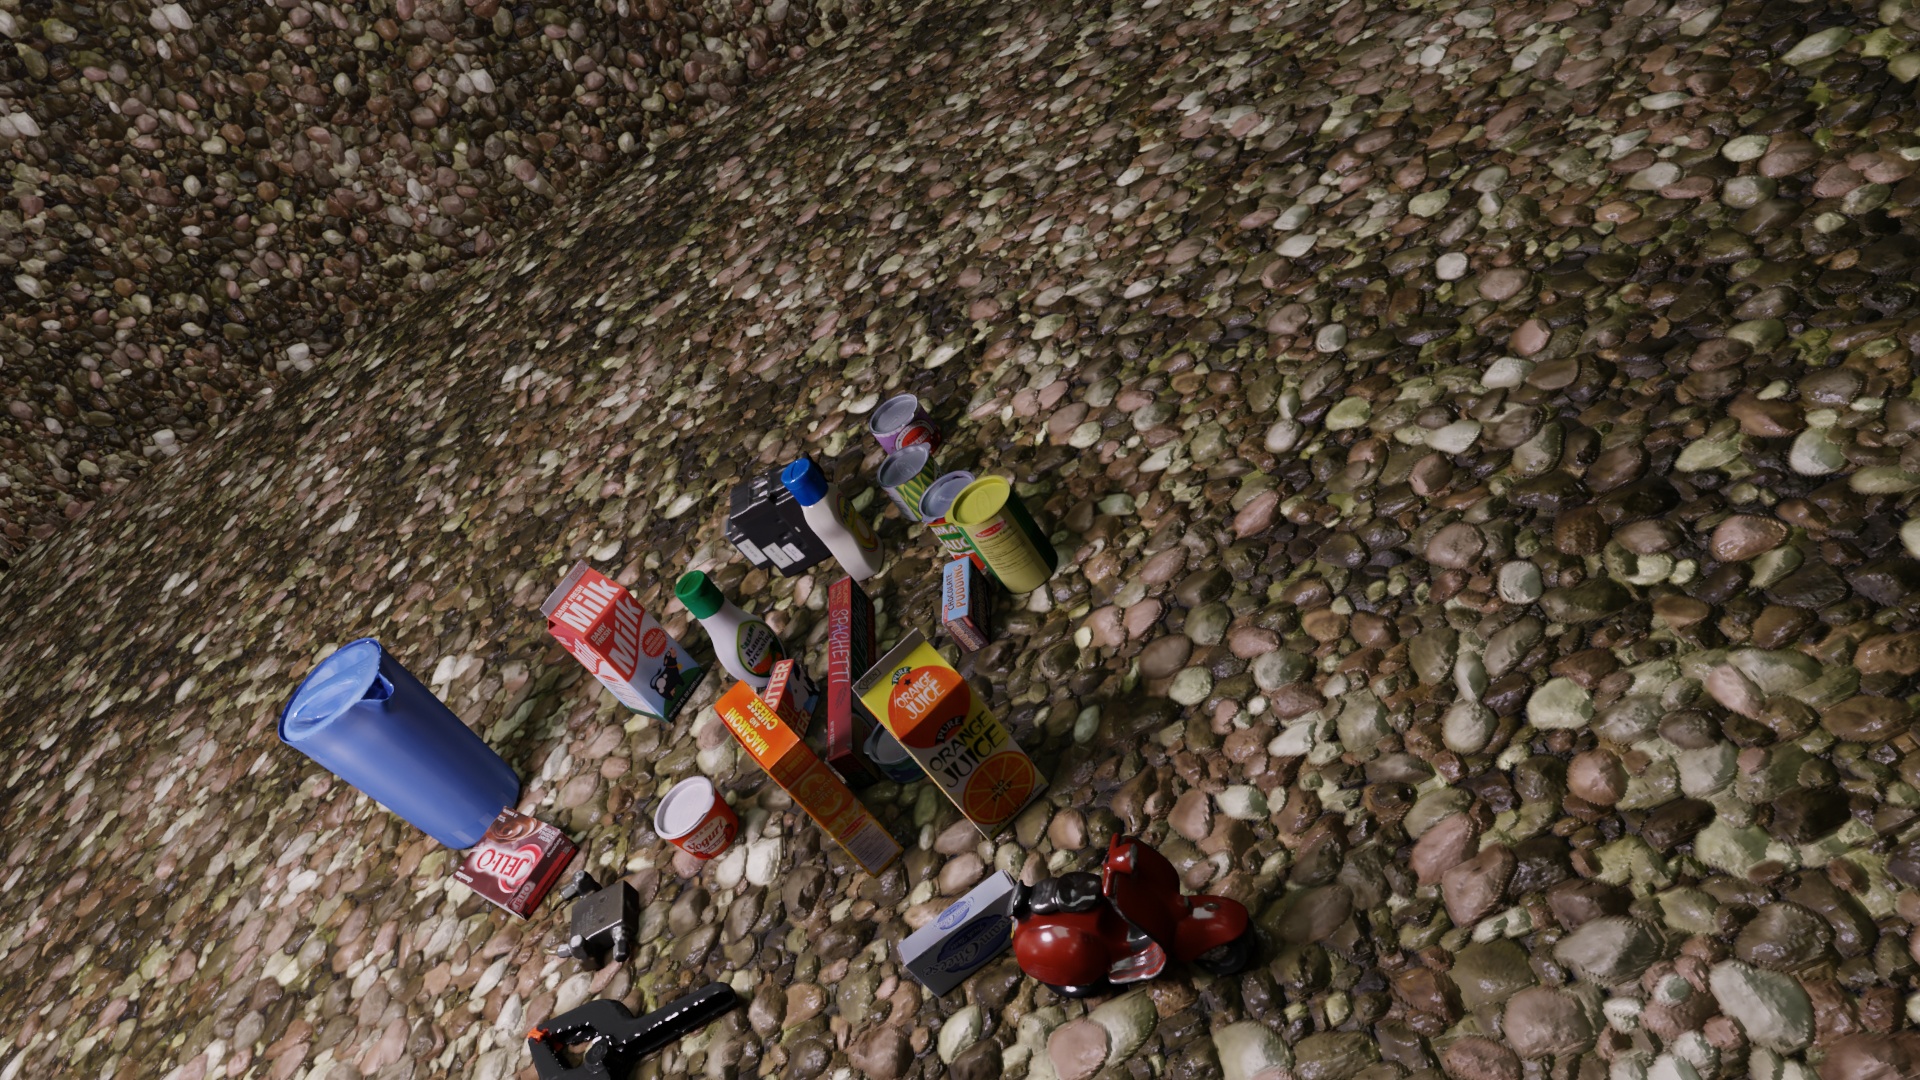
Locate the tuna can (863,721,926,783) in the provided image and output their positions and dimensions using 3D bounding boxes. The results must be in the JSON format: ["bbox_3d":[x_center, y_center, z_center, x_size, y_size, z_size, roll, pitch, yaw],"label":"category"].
[{"bbox_3d":[-0.051,0.187,1.268,0.071,0.032,0.071,-23,37,19],"label":"tuna can"}]

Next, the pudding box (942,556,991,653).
[{"bbox_3d":[0.006,0.062,1.350,0.030,0.049,0.084,-22,38,20],"label":"pudding box"}]

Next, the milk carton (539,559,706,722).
[{"bbox_3d":[-0.367,0.107,1.488,0.073,0.190,0.072,6,52,44],"label":"milk carton"}]

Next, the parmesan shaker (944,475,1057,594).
[{"bbox_3d":[0.040,-0.004,1.351,0.071,0.102,0.072,-23,37,19],"label":"parmesan shaker"}]

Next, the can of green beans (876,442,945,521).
[{"bbox_3d":[-0.050,-0.064,1.535,0.071,0.057,0.071,-23,37,19],"label":"can of green beans"}]

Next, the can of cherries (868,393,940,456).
[{"bbox_3d":[-0.063,-0.127,1.618,0.071,0.058,0.072,-23,37,19],"label":"can of cherries"}]

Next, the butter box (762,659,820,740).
[{"bbox_3d":[-0.174,0.173,1.370,0.024,0.053,0.104,-13,41,30],"label":"butter box"}]

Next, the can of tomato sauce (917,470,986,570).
[{"bbox_3d":[0.005,-0.018,1.414,0.071,0.083,0.071,-23,37,19],"label":"can of tomato sauce"}]

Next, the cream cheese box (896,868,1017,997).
[{"bbox_3d":[0.008,0.302,1.069,0.104,0.053,0.024,-36,35,0],"label":"cream cheese box"}]

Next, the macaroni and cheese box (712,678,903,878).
[{"bbox_3d":[-0.132,0.206,1.199,0.040,0.166,0.124,-44,36,-10],"label":"macaroni and cheese box"}]

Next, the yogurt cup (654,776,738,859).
[{"bbox_3d":[-0.249,0.267,1.324,0.072,0.053,0.073,-23,37,19],"label":"yogurt cup"}]

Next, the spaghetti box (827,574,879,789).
[{"bbox_3d":[-0.105,0.133,1.361,0.028,0.050,0.251,-26,36,15],"label":"spaghetti box"}]

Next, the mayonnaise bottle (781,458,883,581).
[{"bbox_3d":[-0.136,-0.025,1.483,0.041,0.147,0.065,-22,37,20],"label":"mayonnaise bottle"}]

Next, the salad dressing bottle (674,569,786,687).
[{"bbox_3d":[-0.238,0.091,1.436,0.044,0.147,0.064,0,49,41],"label":"salad dressing bottle"}]

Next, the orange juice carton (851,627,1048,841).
[{"bbox_3d":[-0.013,0.153,1.137,0.072,0.192,0.073,-42,35,-8],"label":"orange juice carton"}]
